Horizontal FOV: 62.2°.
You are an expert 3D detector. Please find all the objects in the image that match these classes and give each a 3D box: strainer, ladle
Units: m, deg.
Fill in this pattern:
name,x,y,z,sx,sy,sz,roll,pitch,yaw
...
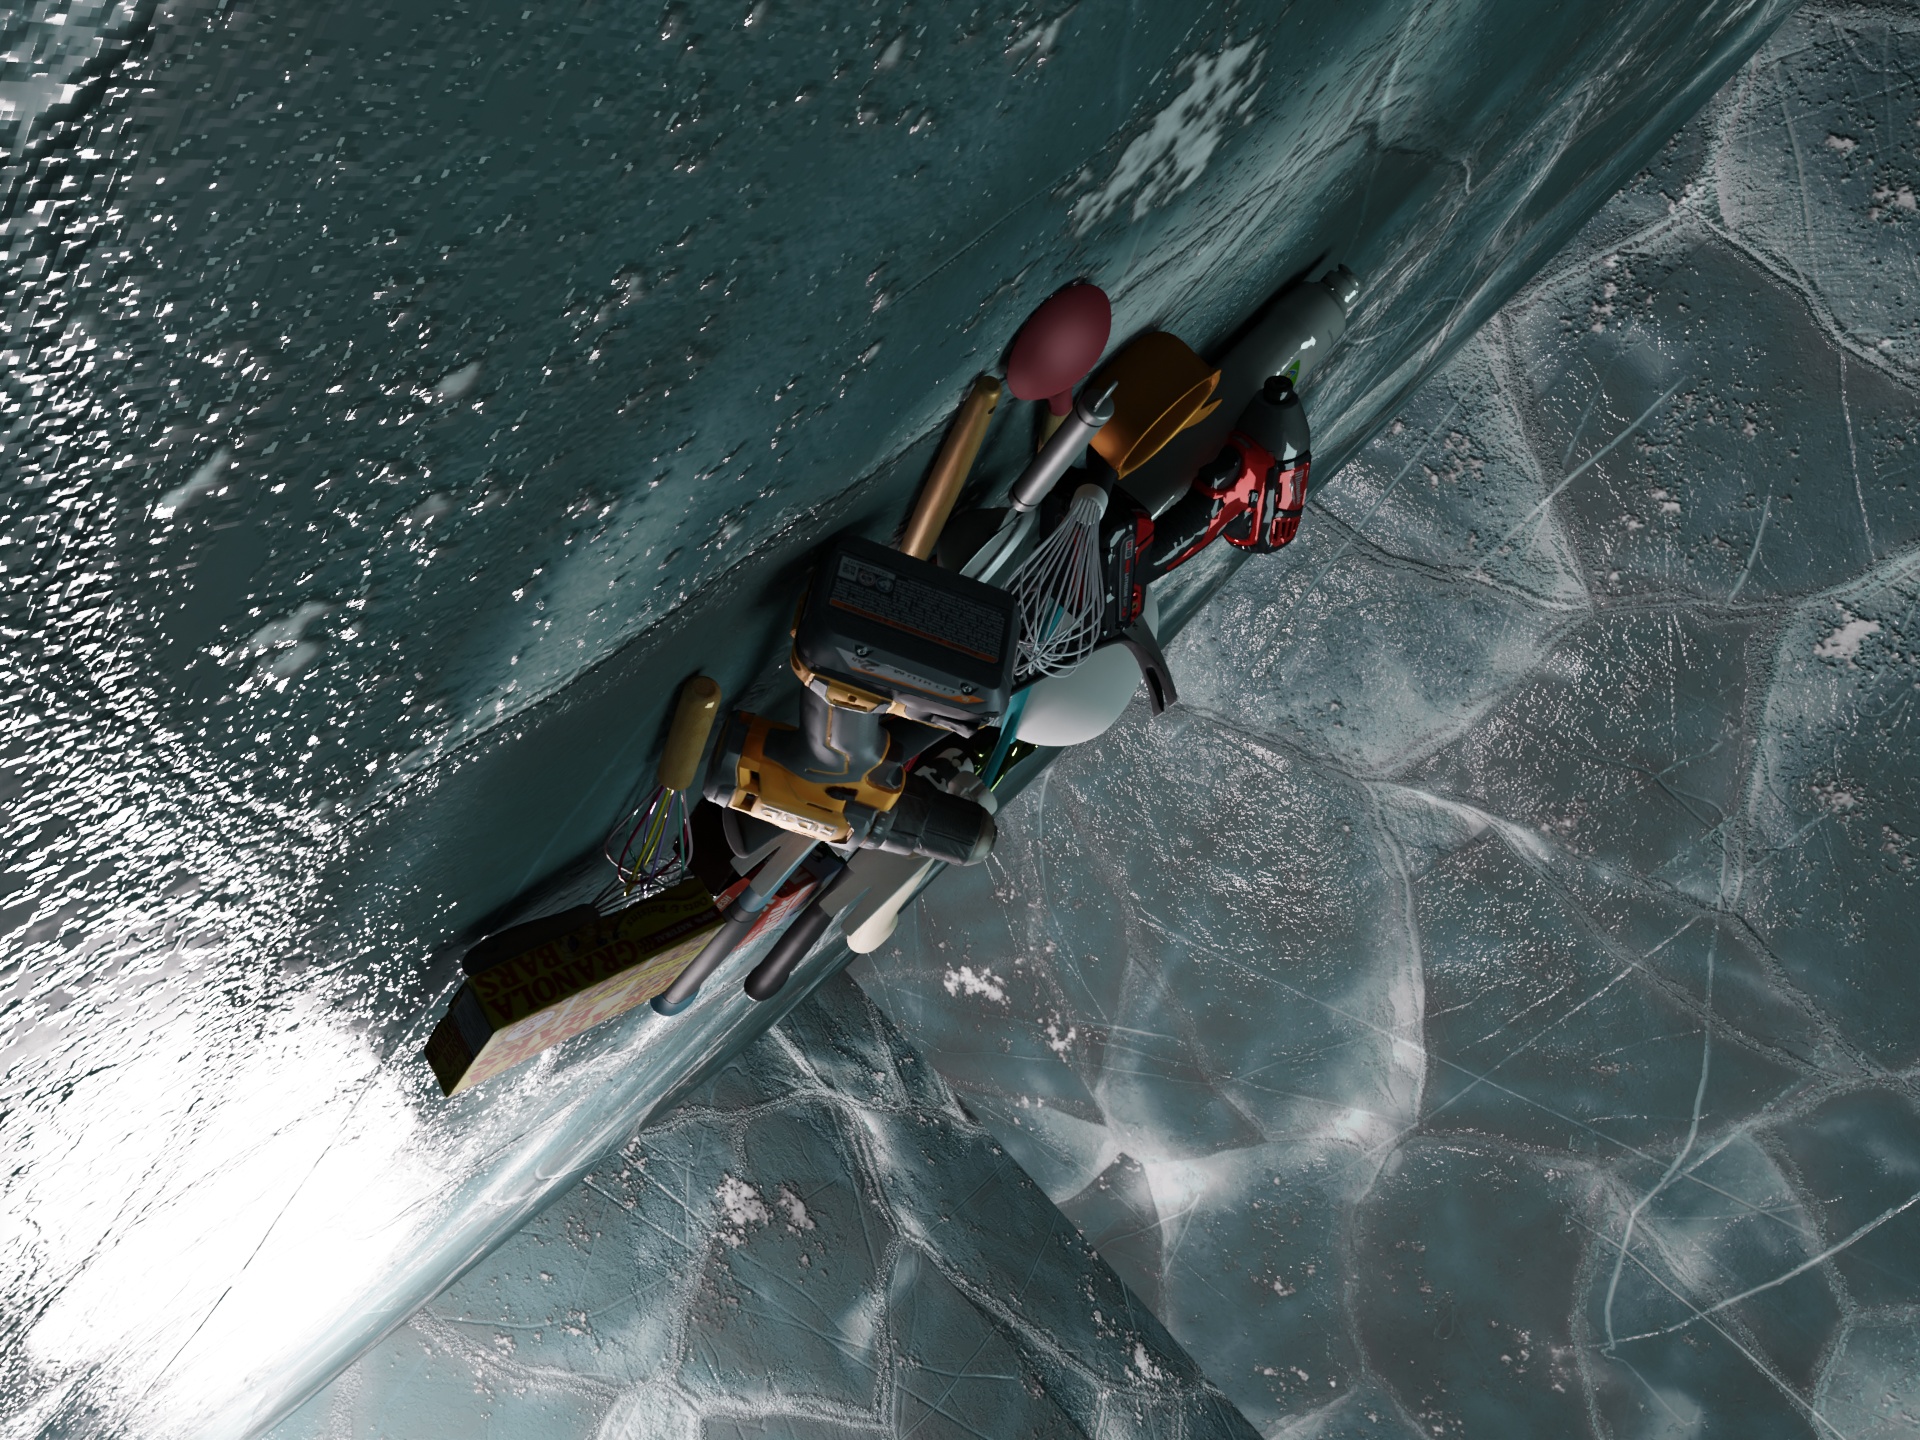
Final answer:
name,x,y,z,sx,sy,sz,roll,pitch,yaw
strainer,0.096,-0.011,1.394,0.210,0.095,0.340,105,10,-57
ladle,0.056,-0.179,0.942,0.069,0.031,0.315,-39,175,-3
strainer,0.013,0.038,1.609,0.151,0.069,0.256,-56,169,25
strainer,0.035,-0.132,0.946,0.087,0.050,0.258,-42,178,-30

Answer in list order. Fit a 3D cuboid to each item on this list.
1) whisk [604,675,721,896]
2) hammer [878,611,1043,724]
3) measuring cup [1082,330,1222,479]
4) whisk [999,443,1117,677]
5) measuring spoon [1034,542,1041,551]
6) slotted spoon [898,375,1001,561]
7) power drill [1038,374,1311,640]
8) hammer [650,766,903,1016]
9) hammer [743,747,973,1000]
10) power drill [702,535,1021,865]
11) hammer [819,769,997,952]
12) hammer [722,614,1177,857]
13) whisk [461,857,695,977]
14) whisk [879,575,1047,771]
name,x,y,z,sx,sy,sz,roll,pitch,yaw
whisk,-0.174,0.046,0.946,0.047,0.051,0.244,-32,165,-32
hammer,-0.025,-0.012,1.458,0.127,0.034,0.337,-47,172,35
measuring cup,0.132,-0.215,1.046,0.095,0.052,0.173,-47,174,27
whisk,0.076,-0.121,1.009,0.070,0.070,0.285,-49,-168,41
measuring spoon,0.106,-0.173,1.309,0.117,0.011,0.021,-41,173,-13
slotted spoon,-0.027,-0.103,0.937,0.070,0.031,0.313,-39,171,-29
power drill,0.166,-0.161,1.164,0.219,0.079,0.143,-27,141,-24
hammer,-0.158,0.138,1.186,0.128,0.033,0.331,-35,171,-45
hammer,-0.111,0.152,1.347,0.146,0.035,0.334,-37,170,-46
power drill,-0.037,0.008,0.926,0.226,0.185,0.084,125,-20,-51
hammer,-0.066,0.150,1.306,0.146,0.038,0.410,-41,173,-19
hammer,-0.002,-0.004,1.125,0.409,0.149,0.036,-29,171,-37
whisk,-0.247,0.135,1.057,0.055,0.055,0.239,-46,169,21
whisk,-0.018,-0.028,1.314,0.296,0.073,0.073,-45,175,-28
